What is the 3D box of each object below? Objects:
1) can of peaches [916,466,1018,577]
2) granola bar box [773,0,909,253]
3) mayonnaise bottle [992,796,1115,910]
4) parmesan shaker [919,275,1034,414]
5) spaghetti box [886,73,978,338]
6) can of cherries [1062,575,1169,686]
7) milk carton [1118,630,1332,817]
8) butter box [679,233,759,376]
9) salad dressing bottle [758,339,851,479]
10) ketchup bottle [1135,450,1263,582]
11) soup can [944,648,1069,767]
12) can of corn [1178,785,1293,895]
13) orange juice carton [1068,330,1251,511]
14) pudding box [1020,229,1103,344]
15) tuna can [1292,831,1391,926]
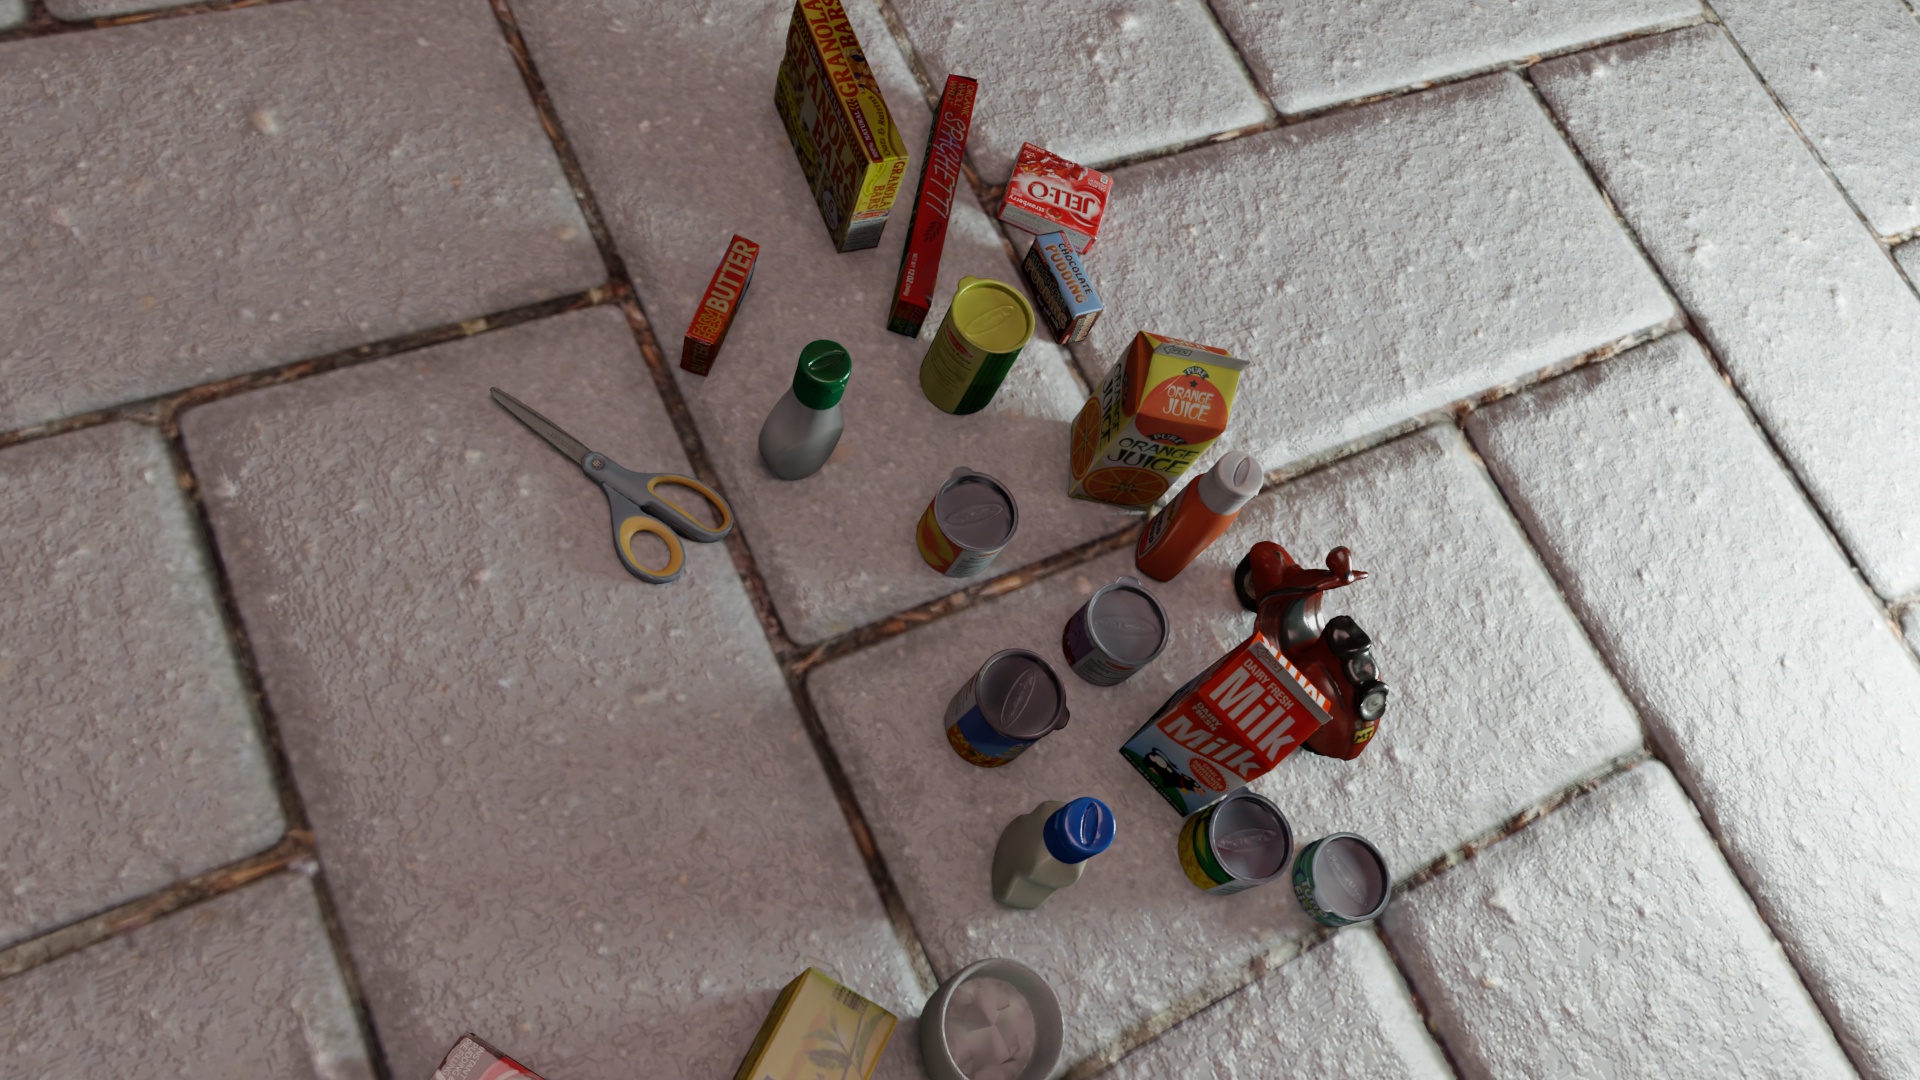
[{"bbox_3d":[0.004,-0.013,1.061,0.071,0.057,0.071,6,65,-14],"label":"can of peaches"},{"bbox_3d":[-0.101,-0.339,1.136,0.039,0.123,0.166,-16,73,-22],"label":"granola bar box"},{"bbox_3d":[0.061,0.206,0.930,0.041,0.147,0.065,16,64,-10],"label":"mayonnaise bottle"},{"bbox_3d":[0.010,-0.154,1.099,0.071,0.102,0.071,6,66,-14],"label":"parmesan shaker"},{"bbox_3d":[-0.023,-0.288,1.179,0.029,0.050,0.251,15,63,-10],"label":"spaghetti box"},{"bbox_3d":[0.118,0.070,1.059,0.071,0.058,0.072,6,65,-14],"label":"can of cherries"},{"bbox_3d":[0.191,0.127,0.981,0.072,0.189,0.074,47,63,6],"label":"milk carton"},{"bbox_3d":[-0.187,-0.182,1.080,0.024,0.053,0.104,22,62,-7],"label":"butter box"},{"bbox_3d":[-0.110,-0.094,1.011,0.064,0.147,0.044,-26,77,-25],"label":"salad dressing bottle"},{"bbox_3d":[0.184,-0.021,1.068,0.043,0.148,0.065,29,62,-3],"label":"ketchup bottle"},{"bbox_3d":[0.033,0.123,0.994,0.071,0.083,0.071,6,66,-14],"label":"soup can"},{"bbox_3d":[0.200,0.220,1.017,0.071,0.058,0.071,6,65,-14],"label":"can of corn"},{"bbox_3d":[0.149,-0.097,1.066,0.072,0.191,0.073,11,65,-12],"label":"orange juice carton"},{"bbox_3d":[0.086,-0.215,1.180,0.030,0.049,0.084,-16,73,-23],"label":"pudding box"},{"bbox_3d":[0.284,0.256,1.041,0.071,0.032,0.071,6,65,-14],"label":"tuna can"}]
